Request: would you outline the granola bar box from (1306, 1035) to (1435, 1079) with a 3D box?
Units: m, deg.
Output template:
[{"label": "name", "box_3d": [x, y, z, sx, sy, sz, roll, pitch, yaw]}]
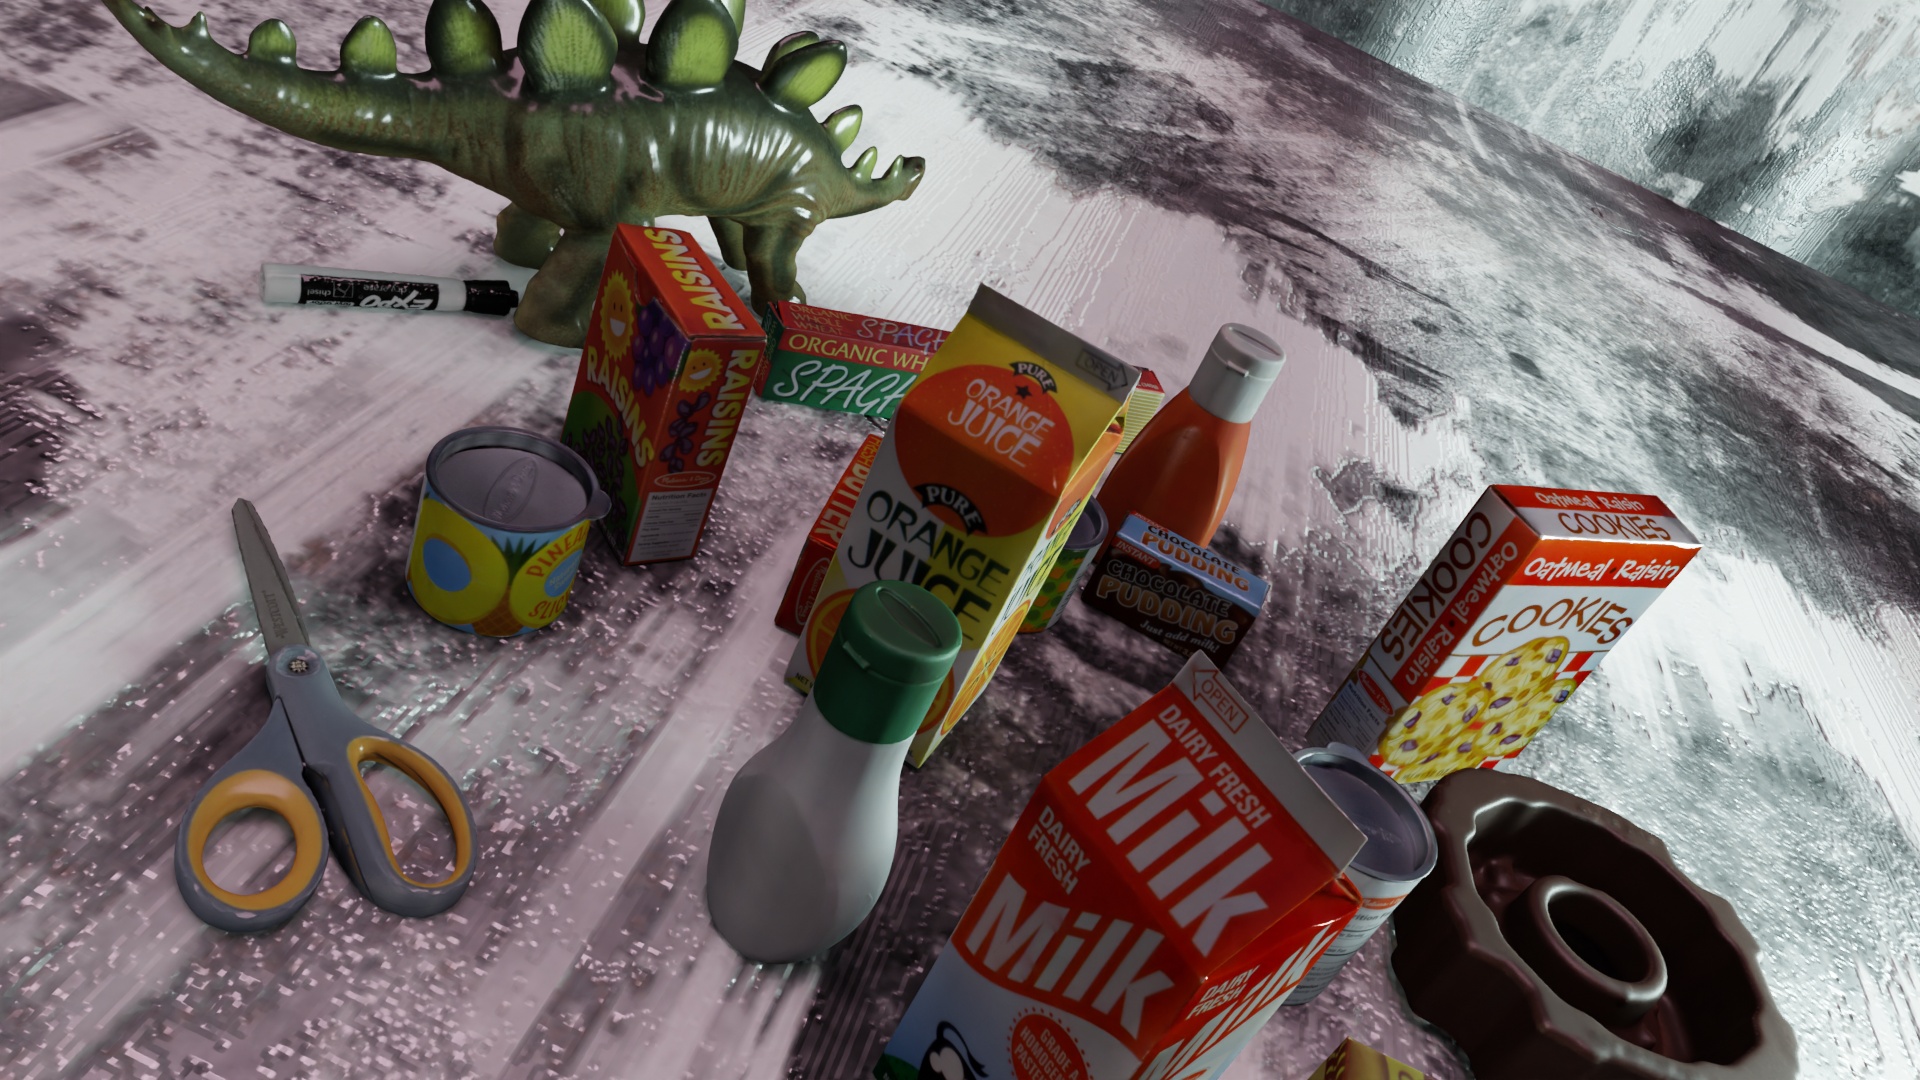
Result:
[{"label": "granola bar box", "box_3d": [0.080, 0.230, 0.351, 0.039, 0.123, 0.166, 27, 33, 2]}]

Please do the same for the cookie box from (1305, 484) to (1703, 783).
[{"label": "cookie box", "box_3d": [0.262, 0.049, 0.679, 0.123, 0.166, 0.040, 2, 40, -32]}]

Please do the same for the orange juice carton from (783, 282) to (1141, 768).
[{"label": "orange juice carton", "box_3d": [0.002, -0.007, 0.562, 0.072, 0.191, 0.073, 32, 34, 10]}]

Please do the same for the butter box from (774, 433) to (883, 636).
[{"label": "butter box", "box_3d": [-0.054, -0.003, 0.646, 0.024, 0.052, 0.104, 25, 33, -1]}]

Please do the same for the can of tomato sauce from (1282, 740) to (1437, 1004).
[{"label": "can of tomato sauce", "box_3d": [0.139, 0.133, 0.559, 0.071, 0.082, 0.071, 18, 34, -12]}]

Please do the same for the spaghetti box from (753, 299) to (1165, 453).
[{"label": "spaghetti box", "box_3d": [0.003, -0.092, 0.806, 0.250, 0.050, 0.029, 6, 38, -27]}]

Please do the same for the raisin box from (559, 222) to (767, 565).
[{"label": "raisin box", "box_3d": [-0.135, -0.063, 0.612, 0.040, 0.122, 0.086, -4, 44, -37]}]

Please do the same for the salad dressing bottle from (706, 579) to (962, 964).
[{"label": "salad dressing bottle", "box_3d": [-0.042, 0.078, 0.457, 0.044, 0.146, 0.064, -17, 52, -46]}]

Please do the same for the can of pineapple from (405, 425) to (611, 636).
[{"label": "can of pineapple", "box_3d": [-0.182, -0.003, 0.557, 0.071, 0.057, 0.071, 18, 34, -12]}]

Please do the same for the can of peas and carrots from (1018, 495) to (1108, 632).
[{"label": "can of peas and carrots", "box_3d": [0.029, 0.002, 0.688, 0.071, 0.058, 0.071, 18, 34, -12]}]

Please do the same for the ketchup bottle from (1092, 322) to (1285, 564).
[{"label": "ketchup bottle", "box_3d": [0.118, -0.043, 0.726, 0.065, 0.148, 0.044, 31, 34, 8]}]

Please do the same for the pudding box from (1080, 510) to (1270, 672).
[{"label": "pudding box", "box_3d": [0.111, 0.026, 0.717, 0.084, 0.049, 0.030, 29, 33, 5]}]

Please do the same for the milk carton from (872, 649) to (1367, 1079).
[{"label": "milk carton", "box_3d": [0.049, 0.124, 0.416, 0.074, 0.189, 0.072, -8, 46, -40]}]
